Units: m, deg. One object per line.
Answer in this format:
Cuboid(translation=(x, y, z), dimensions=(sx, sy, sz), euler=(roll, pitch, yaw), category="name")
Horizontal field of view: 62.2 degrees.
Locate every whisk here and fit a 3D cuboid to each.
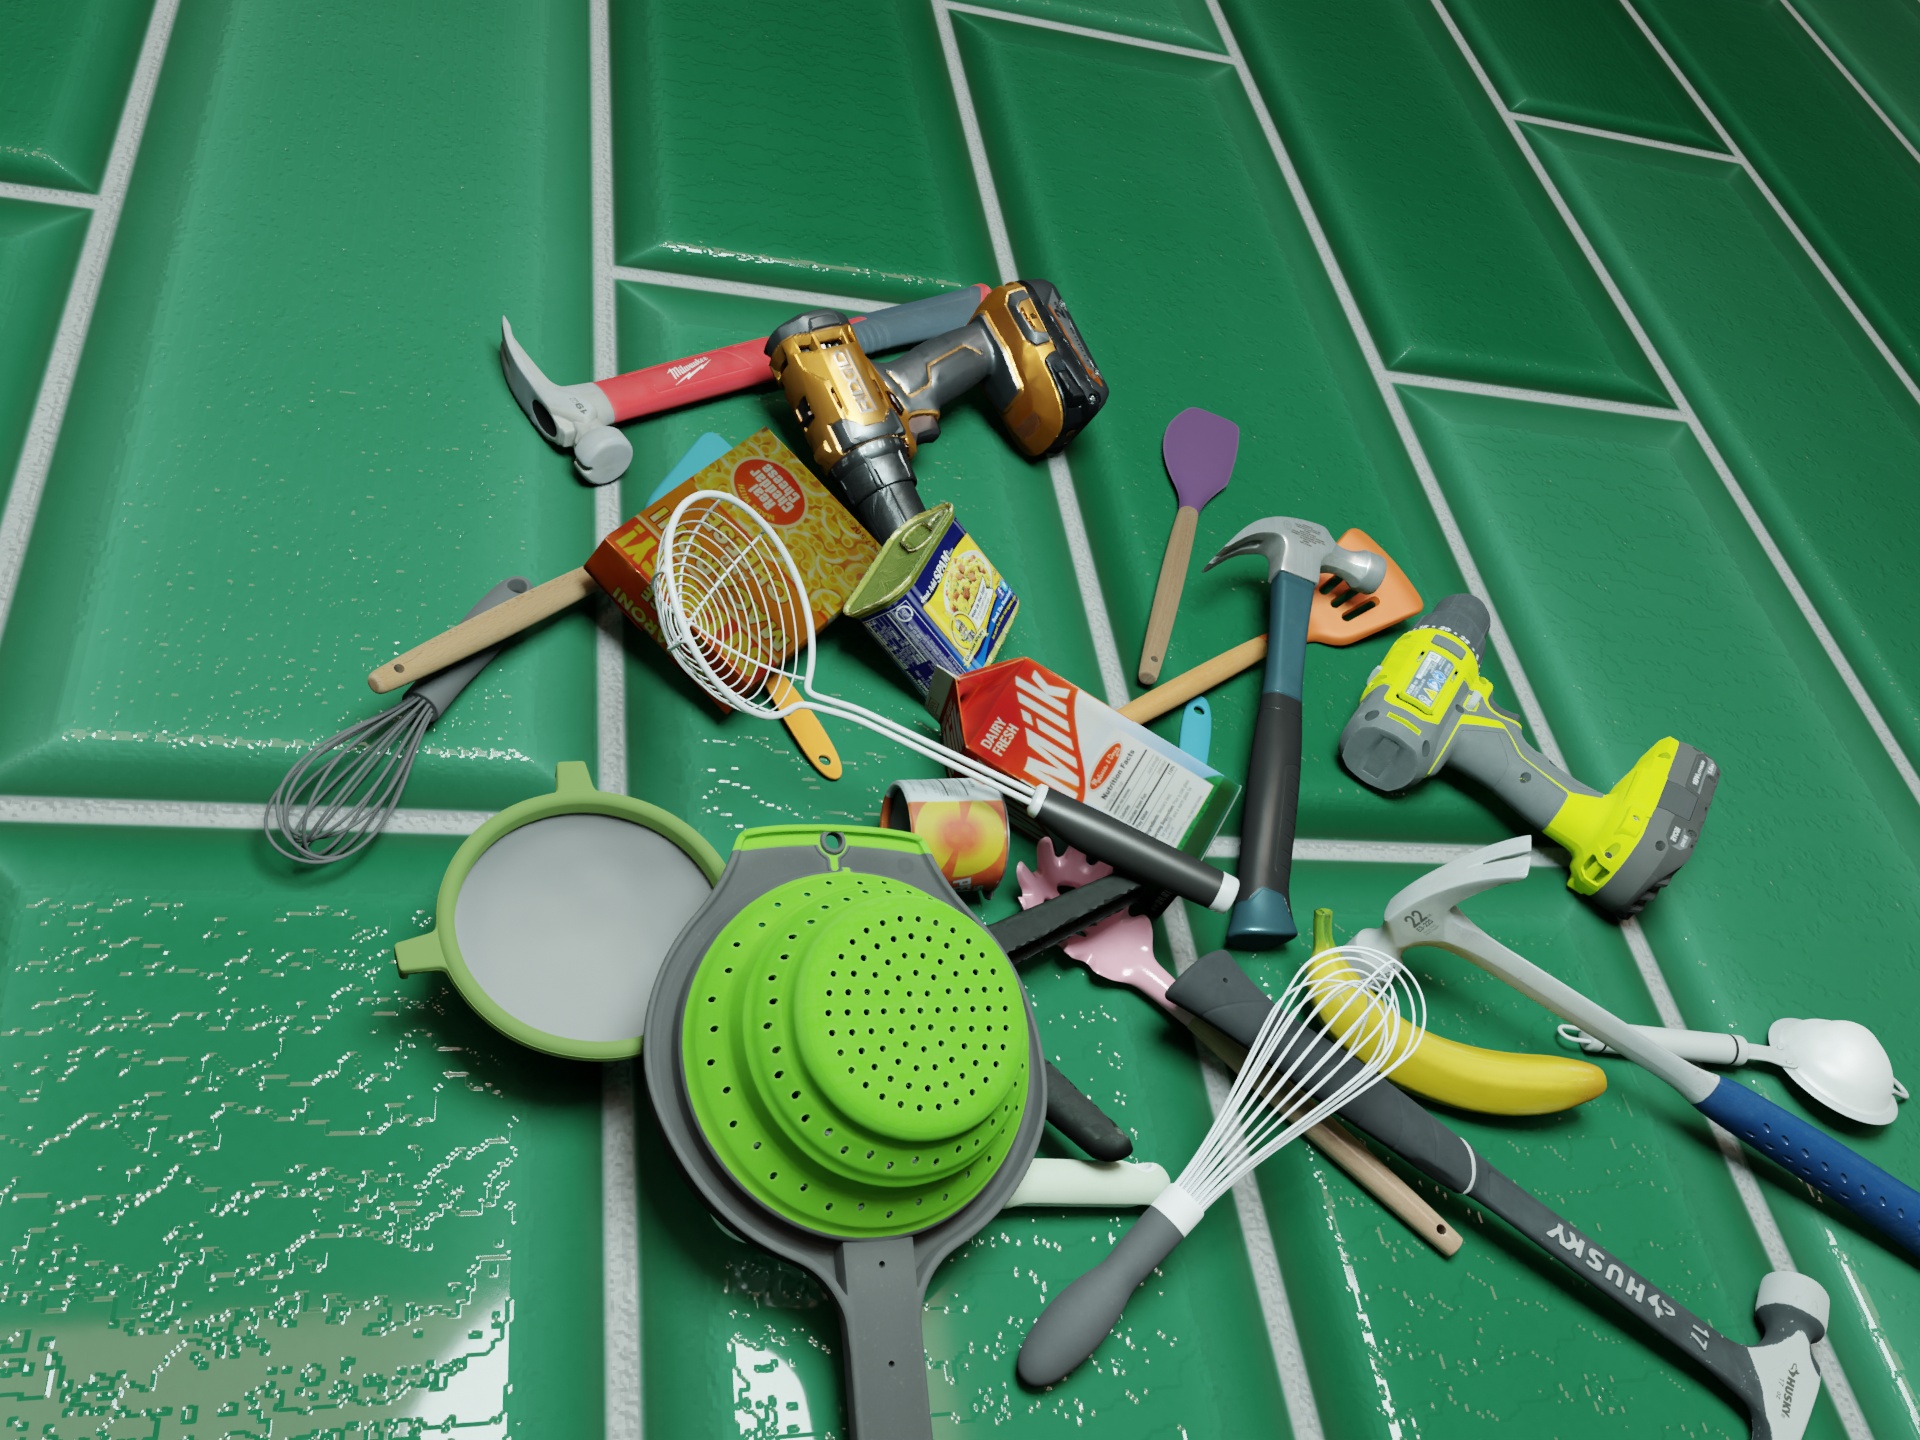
Cuboid(translation=(0.131, 0.222, 0.795), dimensions=(0.070, 0.070, 0.284), euler=(42, 74, 15), category="whisk")
Cuboid(translation=(-0.006, 0.233, 0.797), dimensions=(0.246, 0.058, 0.059), euler=(6, 85, -19), category="whisk")
Cuboid(translation=(-0.303, -0.009, 0.885), dimensions=(0.055, 0.055, 0.239), euler=(25, 44, 1), category="whisk")

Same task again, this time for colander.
Cuboid(translation=(-0.027, 0.221, 0.707), dimensions=(0.204, 0.094, 0.397), euler=(3, 66, -24), category="colander")

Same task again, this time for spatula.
Cuboid(translation=(0.195, -0.048, 1.091), dimensions=(0.322, 0.041, 0.081), euler=(-26, 72, -36), category="spatula")
Cuboid(translation=(-0.226, -0.089, 0.954), dimensions=(0.082, 0.044, 0.317), euler=(48, 40, 2), category="spatula")
Cuboid(translation=(0.162, -0.138, 1.171), dimensions=(0.060, 0.018, 0.316), euler=(21, 47, -2), category="spatula")

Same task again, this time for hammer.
Cuboid(translation=(0.430, 0.208, 0.930), dimensions=(0.405, 0.144, 0.035), euler=(32, 43, -2), category="hammer")
Cuboid(translation=(0.210, 0.000, 1.037), dimensions=(0.128, 0.033, 0.331), euler=(20, 56, -11), category="hammer")
Cuboid(translation=(-0.138, -0.276, 1.163), dimensions=(0.386, 0.038, 0.143), euler=(-24, 62, -33), category="hammer")
Cuboid(translation=(0.284, 0.257, 0.860), dimensions=(0.409, 0.036, 0.149), euler=(35, 51, 3), category="hammer")

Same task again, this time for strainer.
Cuboid(translation=(-0.144, 0.142, 0.804), dimensions=(0.256, 0.069, 0.151), euler=(32, 47, 1), category="strainer")
Cuboid(translation=(0.494, 0.207, 0.998), dimensions=(0.258, 0.050, 0.087), euler=(7, 35, -10), category="strainer")

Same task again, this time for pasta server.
Cuboid(translation=(0.154, 0.184, 0.895), dimensions=(0.316, 0.040, 0.060), euler=(41, 70, 13), category="pasta server")

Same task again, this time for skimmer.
Cuboid(translation=(-0.001, -0.003, 0.861), dimensions=(0.363, 0.090, 0.127), euler=(26, 36, -1), category="skimmer")

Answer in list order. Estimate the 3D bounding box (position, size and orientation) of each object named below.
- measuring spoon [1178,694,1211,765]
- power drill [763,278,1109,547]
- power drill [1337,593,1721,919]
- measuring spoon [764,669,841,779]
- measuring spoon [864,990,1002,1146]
Cuboid(translation=(0.153, 0.026, 1.032), dimensions=(0.042, 0.021, 0.129), euler=(18, 48, -5), category="measuring spoon")
Cuboid(translation=(-0.006, -0.213, 1.123), dimensions=(0.226, 0.084, 0.185), euler=(-20, 79, -31), category="power drill")
Cuboid(translation=(0.391, 0.014, 1.094), dimensions=(0.228, 0.080, 0.191), euler=(33, 49, 11), category="power drill")
Cuboid(translation=(-0.106, -0.008, 0.977), dimensions=(0.021, 0.011, 0.117), euler=(-17, 63, -39), category="measuring spoon")
Cuboid(translation=(-0.022, 0.184, 0.850), dimensions=(0.124, 0.018, 0.034), euler=(38, 52, 21), category="measuring spoon")
